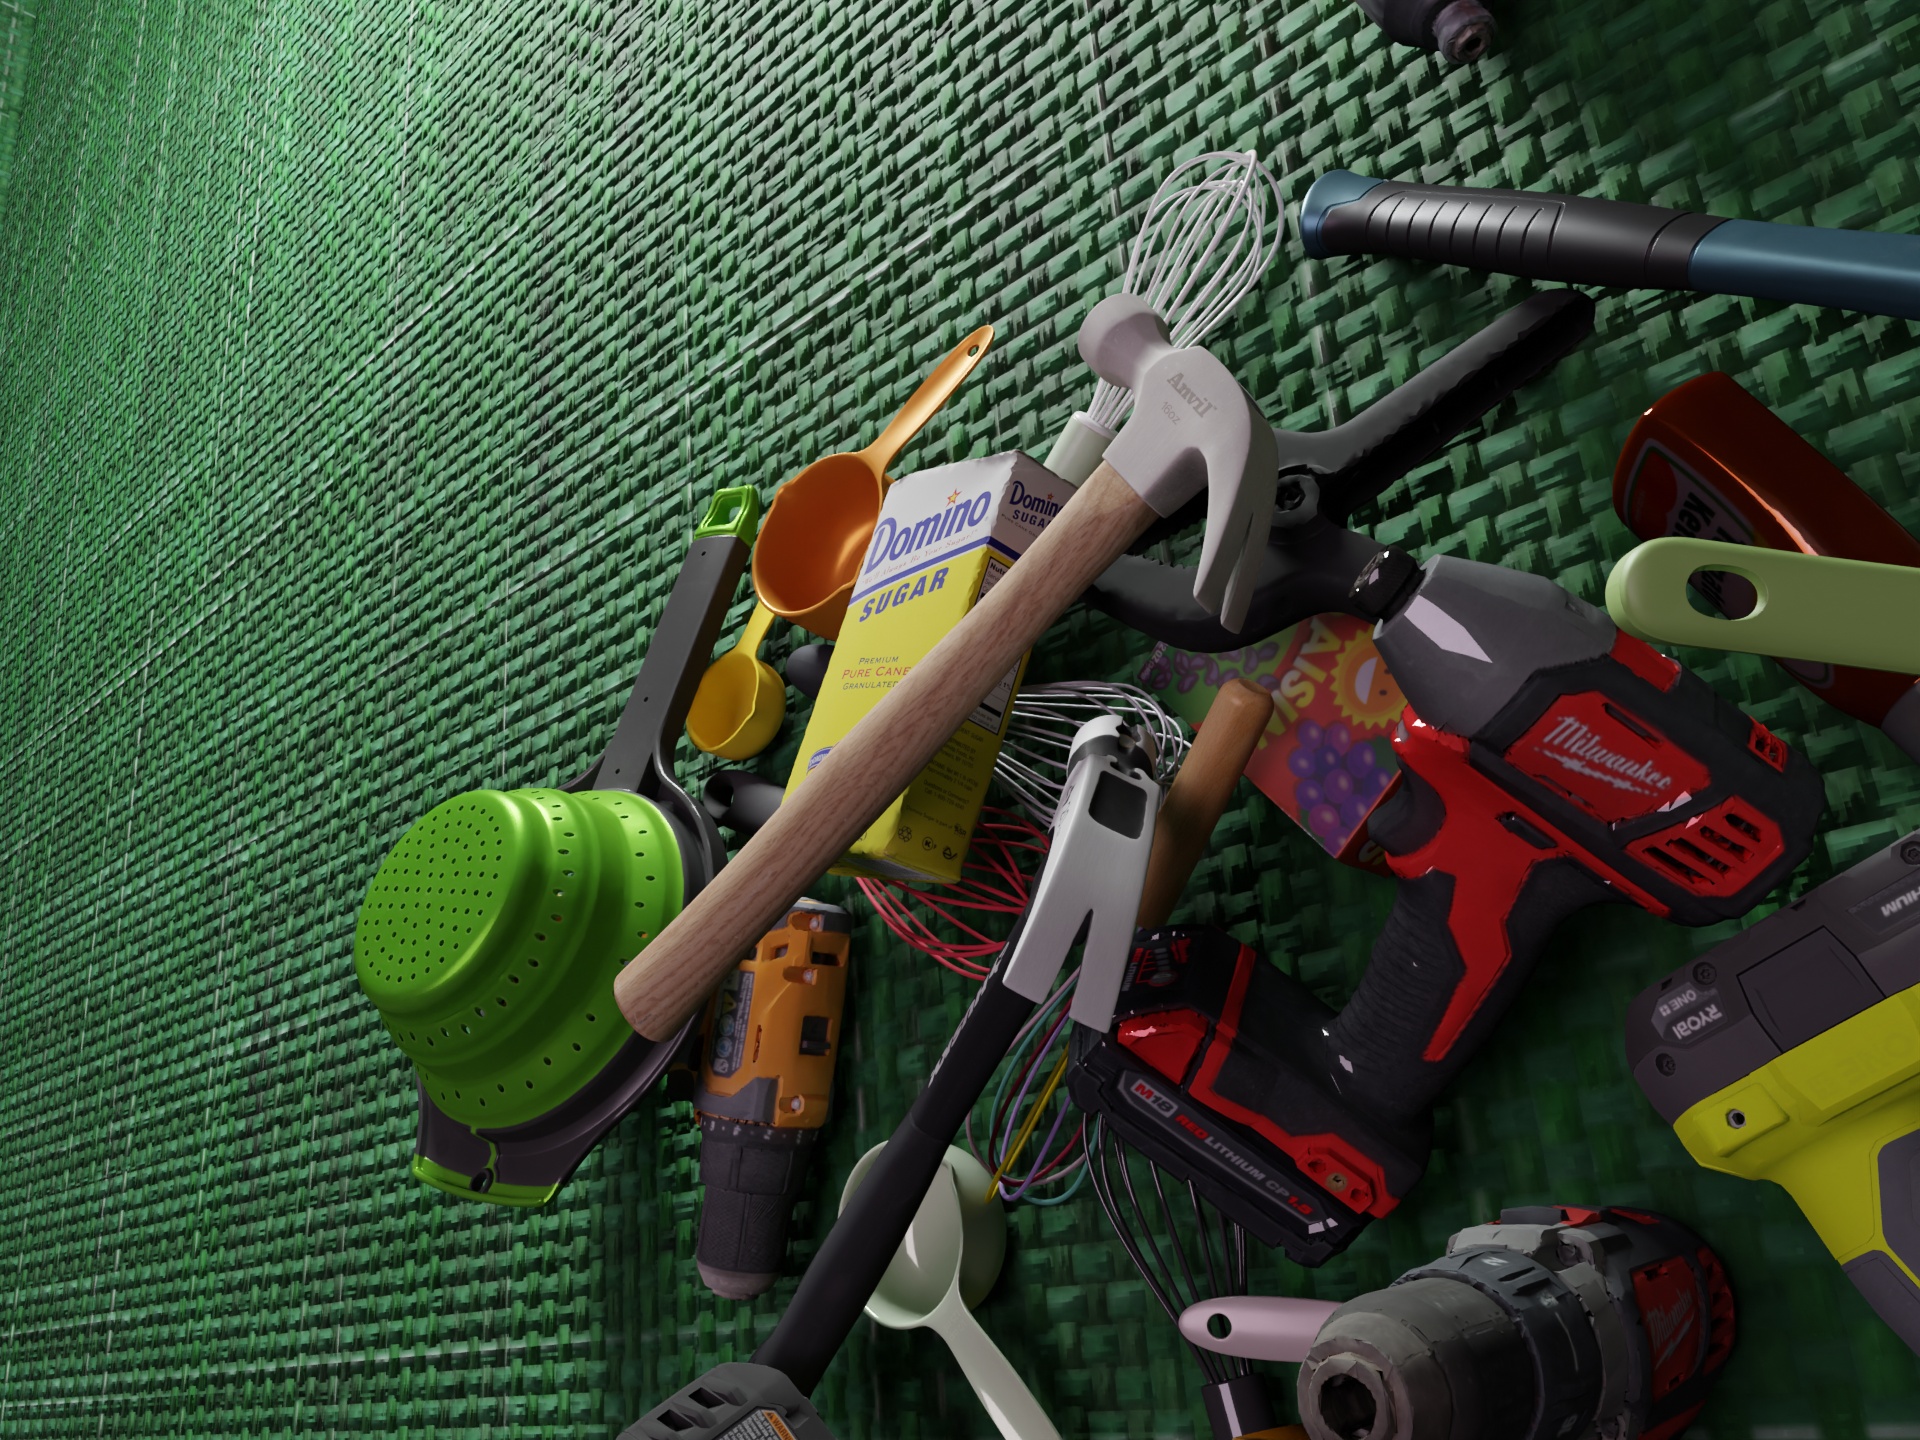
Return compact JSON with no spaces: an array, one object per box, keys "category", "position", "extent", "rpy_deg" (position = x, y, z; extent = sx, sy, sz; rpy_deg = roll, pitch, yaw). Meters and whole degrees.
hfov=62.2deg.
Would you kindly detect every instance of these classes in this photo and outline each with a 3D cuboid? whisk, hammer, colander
[{"category":"whisk","position":[-0.002,-0.002,0.717],"extent":[0.285,0.070,0.070],"rpy_deg":[18,91,51]},{"category":"whisk","position":[0.064,-0.137,0.703],"extent":[0.246,0.057,0.059],"rpy_deg":[-59,12,18]},{"category":"whisk","position":[-0.046,0.059,0.745],"extent":[0.296,0.073,0.073],"rpy_deg":[13,88,52]},{"category":"hammer","position":[-0.016,0.161,0.594],"extent":[0.334,0.035,0.146],"rpy_deg":[-63,3,26]},{"category":"hammer","position":[0.230,-0.151,0.512],"extent":[0.128,0.033,0.331],"rpy_deg":[-35,35,-17]},{"category":"colander","position":[-0.194,0.028,0.786],"extent":[0.204,0.094,0.397],"rpy_deg":[-3,60,36]},{"category":"whisk","position":[0.060,0.094,0.611],"extent":[0.051,0.047,0.245],"rpy_deg":[42,118,38]},{"category":"whisk","position":[0.093,0.236,0.562],"extent":[0.055,0.055,0.239],"rpy_deg":[-32,62,35]},{"category":"hammer","position":[-0.014,0.000,0.585],"extent":[0.331,0.031,0.130],"rpy_deg":[-47,49,13]}]

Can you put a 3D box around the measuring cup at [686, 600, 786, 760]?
[{"category":"measuring cup","position":[-0.096,-0.050,0.852],"extent":[0.062,0.029,0.156],"rpy_deg":[18,80,48]}]

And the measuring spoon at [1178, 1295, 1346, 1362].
[{"category":"measuring spoon","position":[0.131,0.203,0.523],"extent":[0.124,0.018,0.034],"rpy_deg":[-5,76,22]}]

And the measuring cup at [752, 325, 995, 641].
[{"category":"measuring cup","position":[-0.028,-0.113,0.781],"extent":[0.173,0.052,0.095],"rpy_deg":[-49,45,10]}]

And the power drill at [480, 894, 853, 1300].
[{"category":"power drill","position":[-0.153,0.176,0.801],"extent":[0.226,0.084,0.185],"rpy_deg":[-1,78,39]}]

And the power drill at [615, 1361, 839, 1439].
[{"category":"power drill","position":[-0.110,0.363,0.643],"extent":[0.171,0.080,0.223],"rpy_deg":[47,132,20]}]

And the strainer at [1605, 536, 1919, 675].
[{"category":"strainer","position":[0.273,-0.010,0.368],"extent":[0.256,0.069,0.151],"rpy_deg":[8,85,4]}]

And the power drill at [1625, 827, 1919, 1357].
[{"category":"power drill","position":[0.289,0.136,0.376],"extent":[0.190,0.080,0.229],"rpy_deg":[-42,55,29]}]

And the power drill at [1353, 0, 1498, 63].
[{"category":"power drill","position":[0.223,-0.360,0.583],"extent":[0.226,0.084,0.164],"rpy_deg":[-38,55,36]}]

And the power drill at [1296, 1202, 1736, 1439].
[{"category":"power drill","position":[0.154,0.243,0.403],"extent":[0.080,0.187,0.227],"rpy_deg":[-15,72,40]}]

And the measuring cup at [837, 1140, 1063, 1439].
[{"category":"measuring cup","position":[0.009,0.243,0.649],"extent":[0.168,0.038,0.083],"rpy_deg":[47,112,39]}]

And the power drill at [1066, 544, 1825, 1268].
[{"category":"power drill","position":[0.134,0.055,0.497],"extent":[0.143,0.078,0.219],"rpy_deg":[36,117,1]}]
